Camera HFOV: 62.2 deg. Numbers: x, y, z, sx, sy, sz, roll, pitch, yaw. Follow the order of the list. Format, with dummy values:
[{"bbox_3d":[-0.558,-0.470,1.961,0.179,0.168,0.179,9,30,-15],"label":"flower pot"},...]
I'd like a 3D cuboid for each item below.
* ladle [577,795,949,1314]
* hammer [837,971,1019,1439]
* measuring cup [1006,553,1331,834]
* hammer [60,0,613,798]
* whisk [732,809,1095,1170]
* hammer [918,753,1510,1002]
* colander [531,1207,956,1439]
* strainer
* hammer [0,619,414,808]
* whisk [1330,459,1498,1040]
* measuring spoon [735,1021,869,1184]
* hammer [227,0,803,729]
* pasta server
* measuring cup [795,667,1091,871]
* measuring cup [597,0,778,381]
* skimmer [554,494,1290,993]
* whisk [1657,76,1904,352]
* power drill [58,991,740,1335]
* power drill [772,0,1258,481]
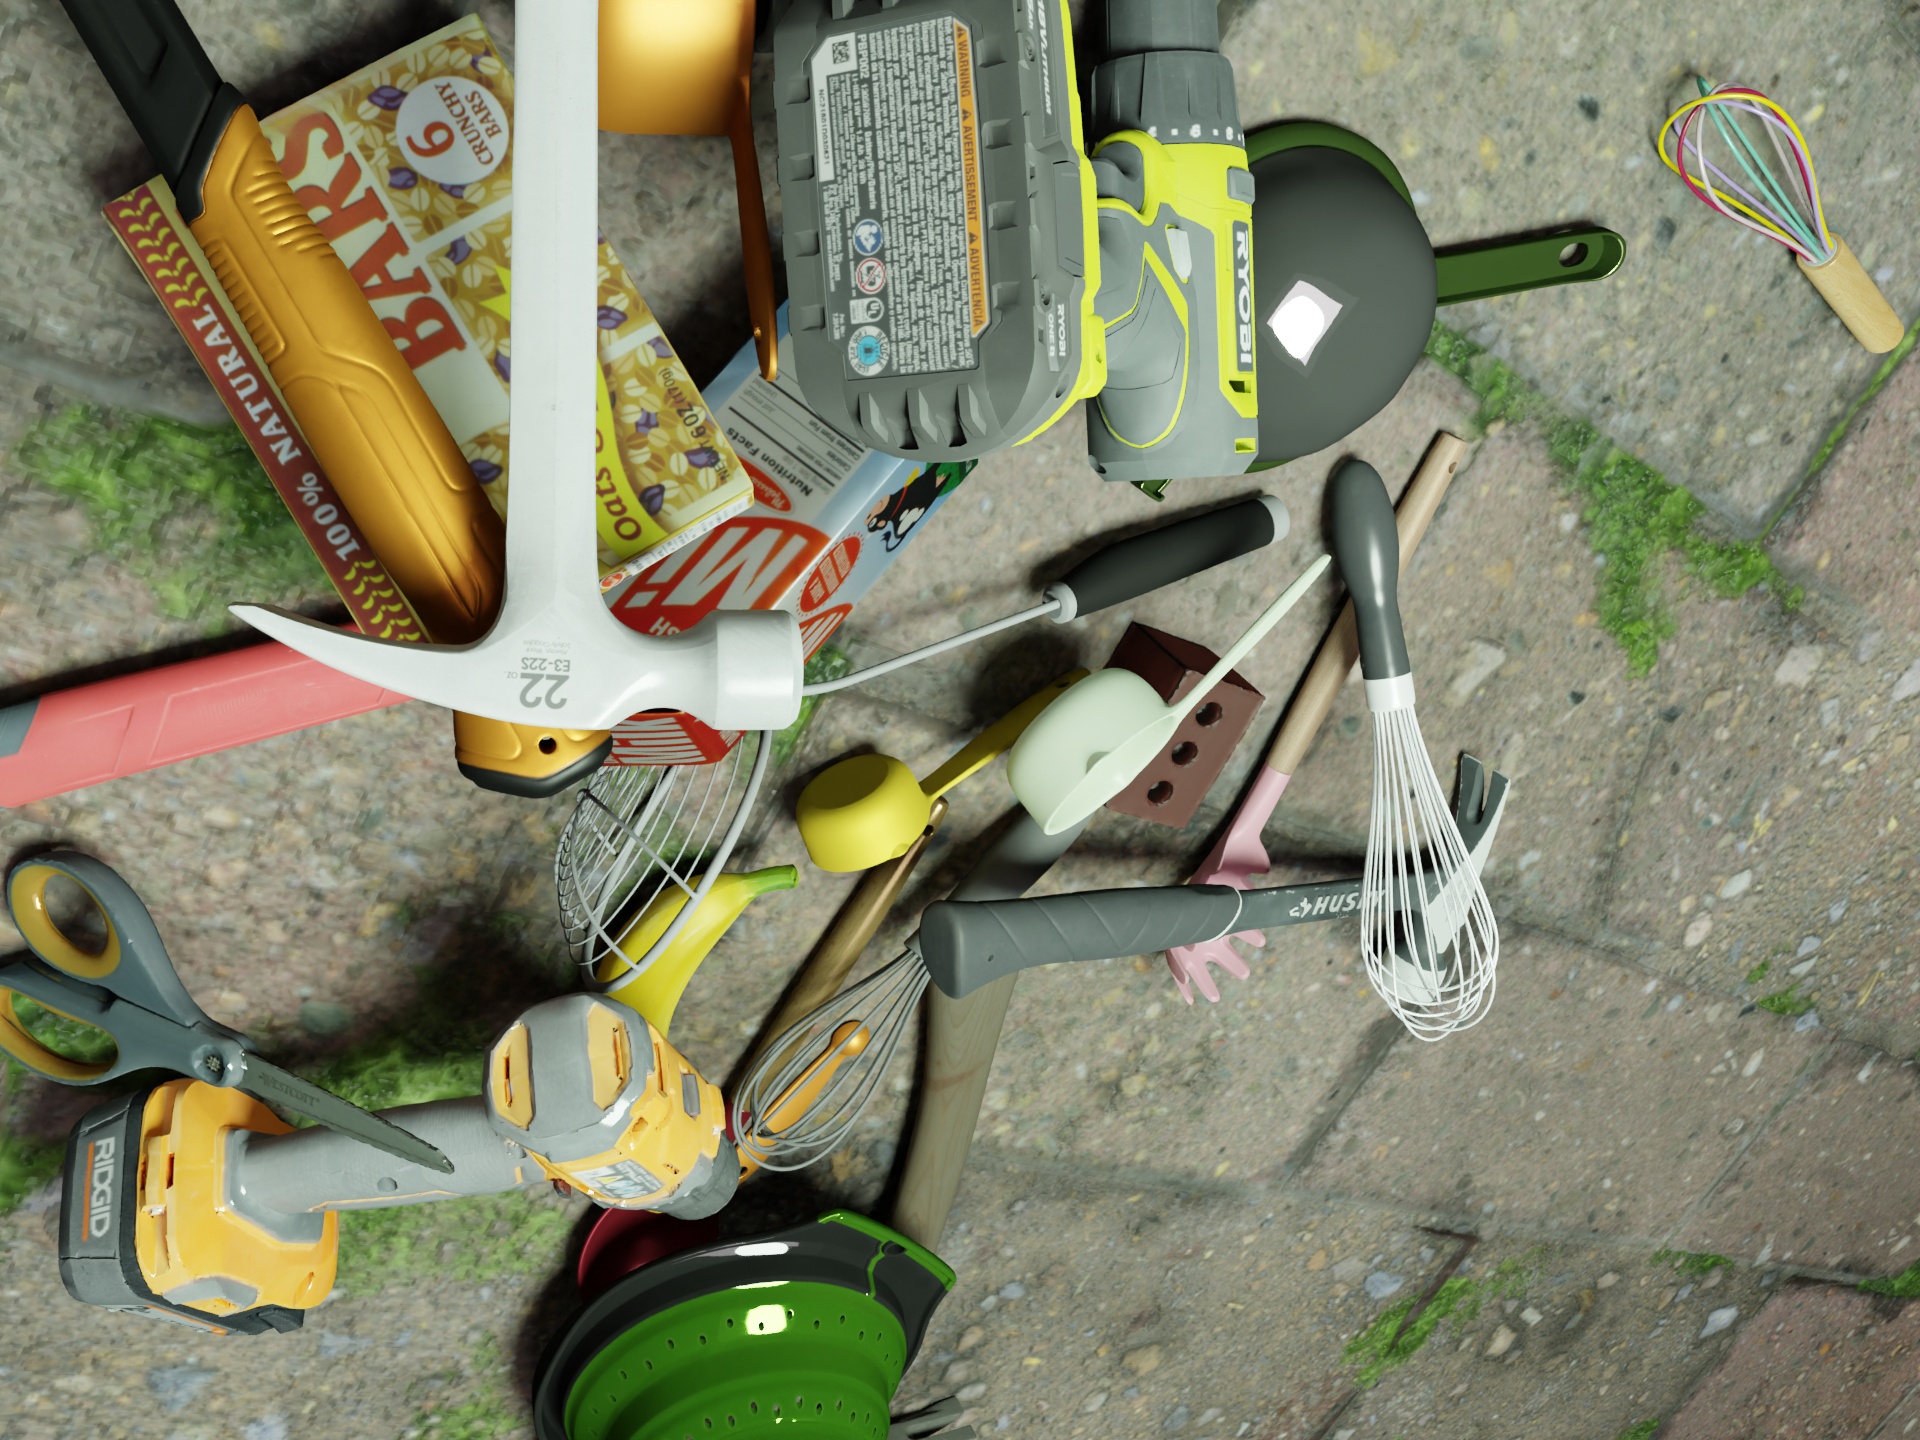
[{"bbox_3d":[-0.093,0.165,0.769,0.069,0.031,0.315,25,104,-32],"label":"ladle"},{"bbox_3d":[-0.016,0.273,0.875,0.146,0.038,0.410,-1,120,-29],"label":"hammer"},{"bbox_3d":[0.086,-0.021,0.677,0.167,0.038,0.083,-45,164,4],"label":"measuring cup"},{"bbox_3d":[-0.181,-0.132,0.430,0.127,0.034,0.336,-29,103,-10],"label":"hammer"},{"bbox_3d":[-0.015,0.113,0.744,0.239,0.055,0.055,-46,131,-12],"label":"whisk"},{"bbox_3d":[0.142,0.090,0.784,0.408,0.036,0.149,1,115,-42],"label":"hammer"},{"bbox_3d":[-0.168,0.405,0.805,0.397,0.095,0.204,-39,129,11],"label":"colander"},{"bbox_3d":[0.193,-0.174,0.672,0.256,0.069,0.151,-14,126,-18],"label":"strainer"},{"bbox_3d":[-0.318,-0.002,0.530,0.386,0.038,0.143,-17,125,-18],"label":"hammer"},{"bbox_3d":[0.209,0.017,0.758,0.070,0.070,0.284,-15,99,-20],"label":"whisk"},{"bbox_3d":[-0.084,0.198,0.804,0.021,0.011,0.117,33,101,-39],"label":"measuring spoon"},{"bbox_3d":[-0.109,-0.199,0.406,0.144,0.035,0.405,0,95,-17],"label":"hammer"},{"bbox_3d":[0.179,0.005,0.803,0.060,0.040,0.316,5,117,-44],"label":"pasta server"},{"bbox_3d":[-0.006,0.011,0.706,0.156,0.062,0.029,-35,120,-18],"label":"measuring cup"},{"bbox_3d":[-0.089,-0.180,0.466,0.052,0.095,0.174,-6,78,-21],"label":"measuring cup"},{"bbox_3d":[-0.001,-0.002,0.666,0.363,0.127,0.090,-22,100,-23],"label":"skimmer"},{"bbox_3d":[0.404,-0.237,0.770,0.244,0.051,0.047,21,129,-41],"label":"whisk"},{"bbox_3d":[-0.205,0.182,0.640,0.226,0.084,0.185,-14,151,2],"label":"power drill"},{"bbox_3d":[0.037,-0.170,0.510,0.228,0.080,0.190,-20,109,-60],"label":"power drill"}]
